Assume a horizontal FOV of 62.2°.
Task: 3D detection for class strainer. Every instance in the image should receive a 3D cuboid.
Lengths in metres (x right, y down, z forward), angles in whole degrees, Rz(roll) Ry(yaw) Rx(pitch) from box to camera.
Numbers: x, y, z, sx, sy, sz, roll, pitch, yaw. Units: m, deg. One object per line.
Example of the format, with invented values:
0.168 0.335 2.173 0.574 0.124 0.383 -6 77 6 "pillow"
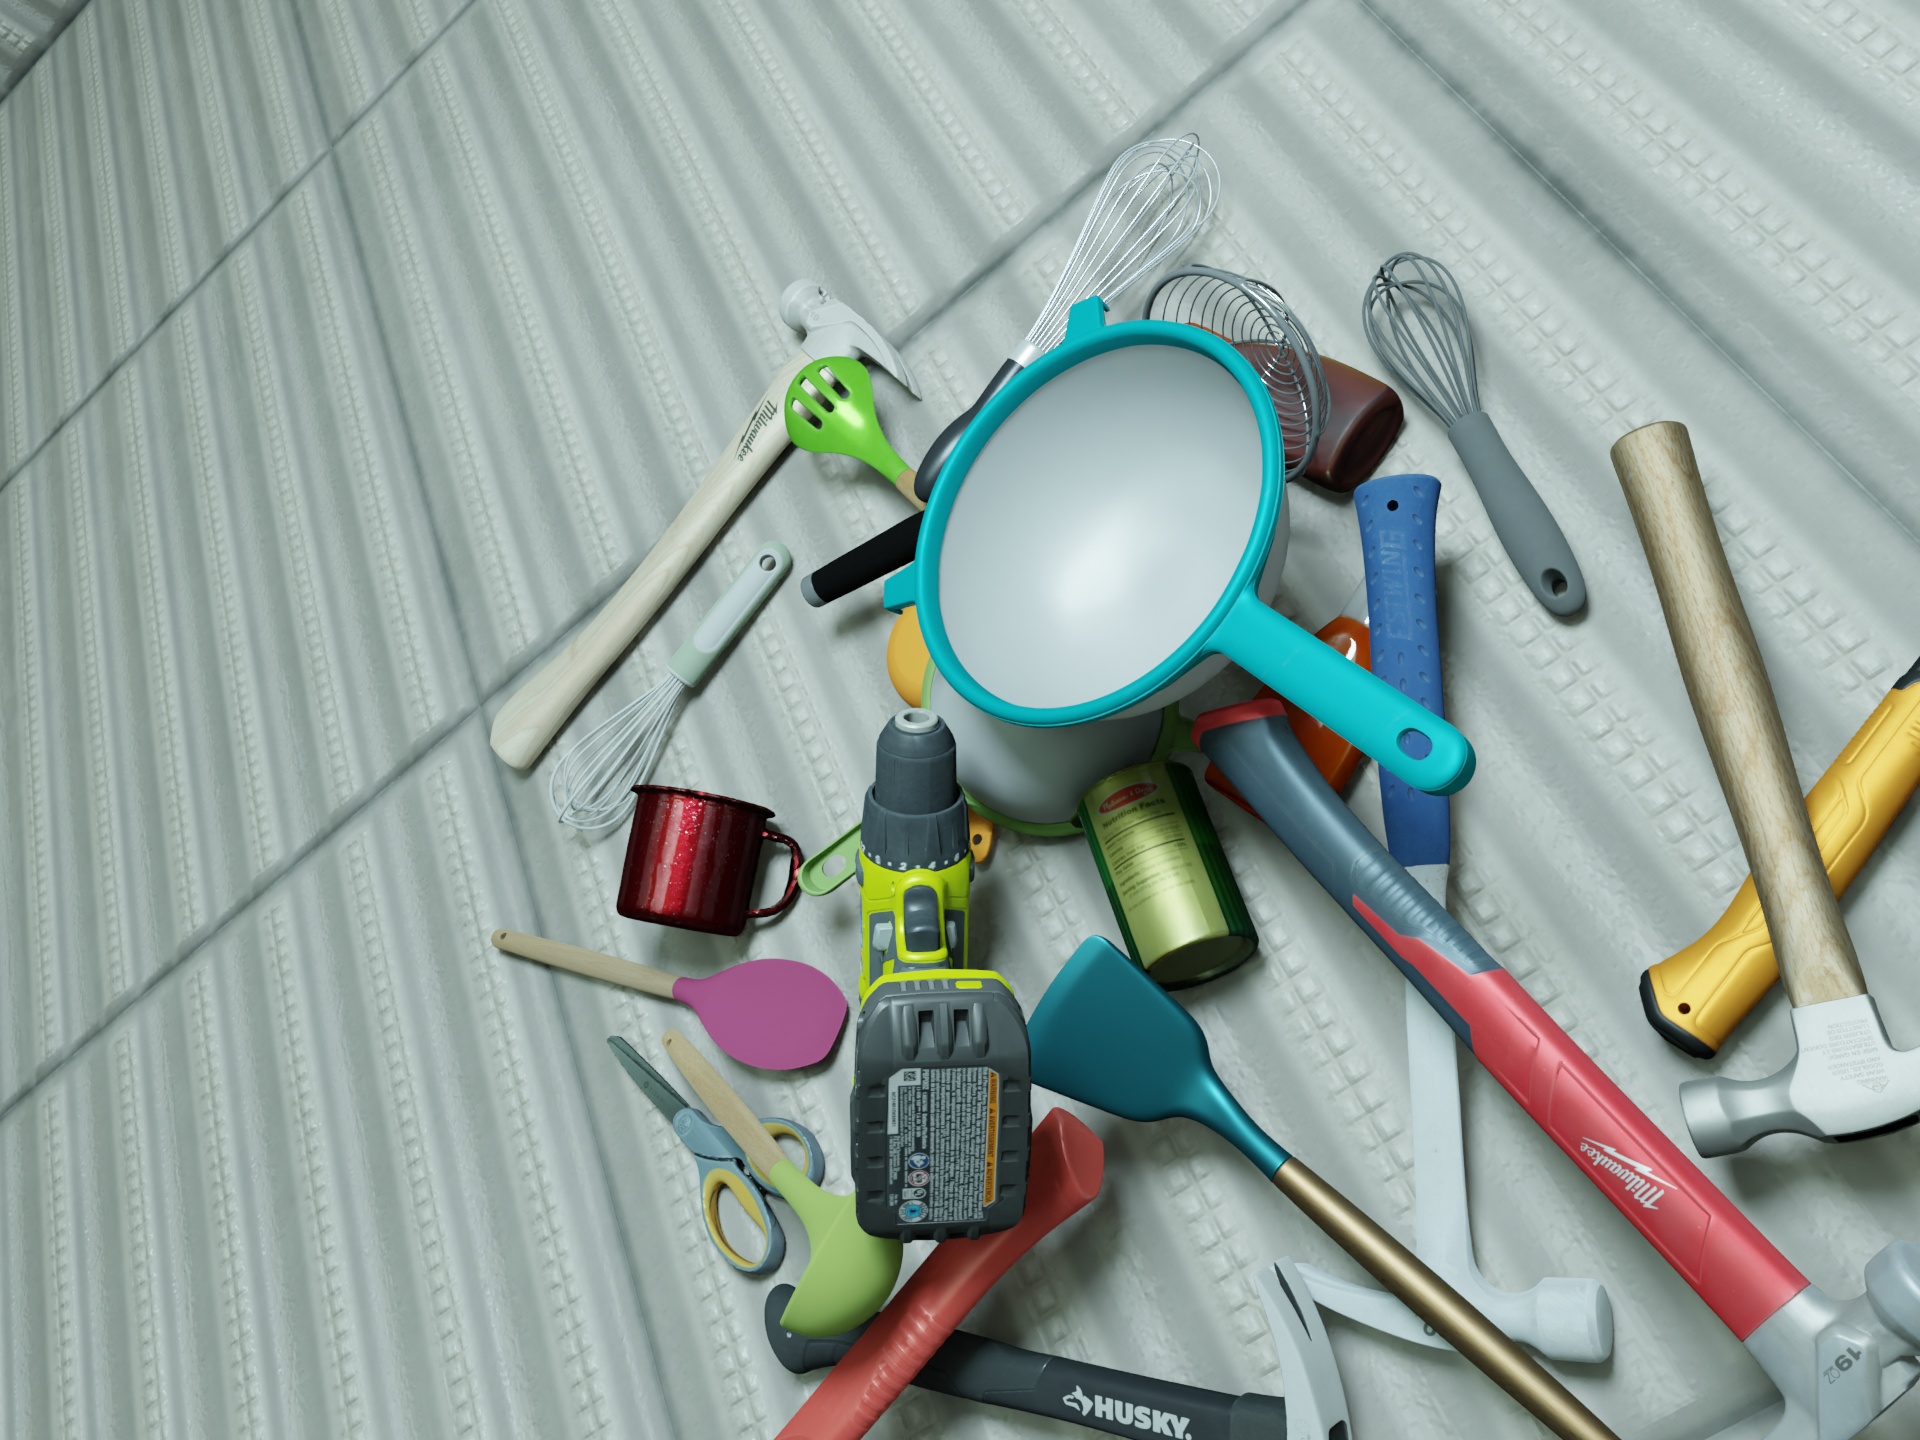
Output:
0.121 -0.053 0.755 0.211 0.095 0.341 -55 48 8 "strainer"
0.000 0.022 0.889 0.256 0.069 0.151 -37 80 12 "strainer"

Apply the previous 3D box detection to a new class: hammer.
0.411 0.007 0.676 0.127 0.034 0.337 39 94 39 "hammer"
0.032 0.321 0.787 0.335 0.035 0.146 -3 86 37 "hammer"
0.212 0.081 0.750 0.144 0.035 0.406 -9 73 32 "hammer"
0.341 0.011 0.683 0.130 0.031 0.332 -20 59 28 "hammer"
0.217 0.136 0.680 0.387 0.038 0.143 51 123 35 "hammer"
-0.195 -0.123 1.140 0.410 0.038 0.146 -50 53 7 "hammer"
-0.060 0.332 0.787 0.359 0.036 0.149 -51 37 2 "hammer"

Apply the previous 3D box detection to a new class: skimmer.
0.039 -0.135 0.907 0.363 0.090 0.127 -24 104 29 "skimmer"

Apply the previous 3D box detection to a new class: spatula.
0.158 0.218 0.703 0.318 0.044 0.082 37 100 33 "spatula"

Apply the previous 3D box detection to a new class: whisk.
-0.198 -0.025 1.095 0.058 0.059 0.246 38 90 0 "whisk"
0.062 -0.249 0.985 0.070 0.070 0.284 36 87 38 "whisk"
0.271 -0.155 0.836 0.055 0.055 0.239 -29 61 21 "whisk"

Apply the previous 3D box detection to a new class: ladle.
-0.117 0.230 0.867 0.078 0.062 0.320 -60 31 -3 "ladle"

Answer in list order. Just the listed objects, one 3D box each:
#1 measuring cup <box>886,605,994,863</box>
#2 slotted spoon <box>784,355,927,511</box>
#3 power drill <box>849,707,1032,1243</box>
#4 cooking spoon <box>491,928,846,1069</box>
-0.002 -0.003 0.947 0.095 0.052 0.174 -15 61 28 "measuring cup"
-0.018 -0.141 1.009 0.070 0.031 0.314 -49 61 7 "slotted spoon"
-0.017 0.120 0.786 0.080 0.190 0.229 -1 27 -5 "power drill"
-0.199 0.169 1.031 0.319 0.017 0.069 7 63 36 "cooking spoon"
